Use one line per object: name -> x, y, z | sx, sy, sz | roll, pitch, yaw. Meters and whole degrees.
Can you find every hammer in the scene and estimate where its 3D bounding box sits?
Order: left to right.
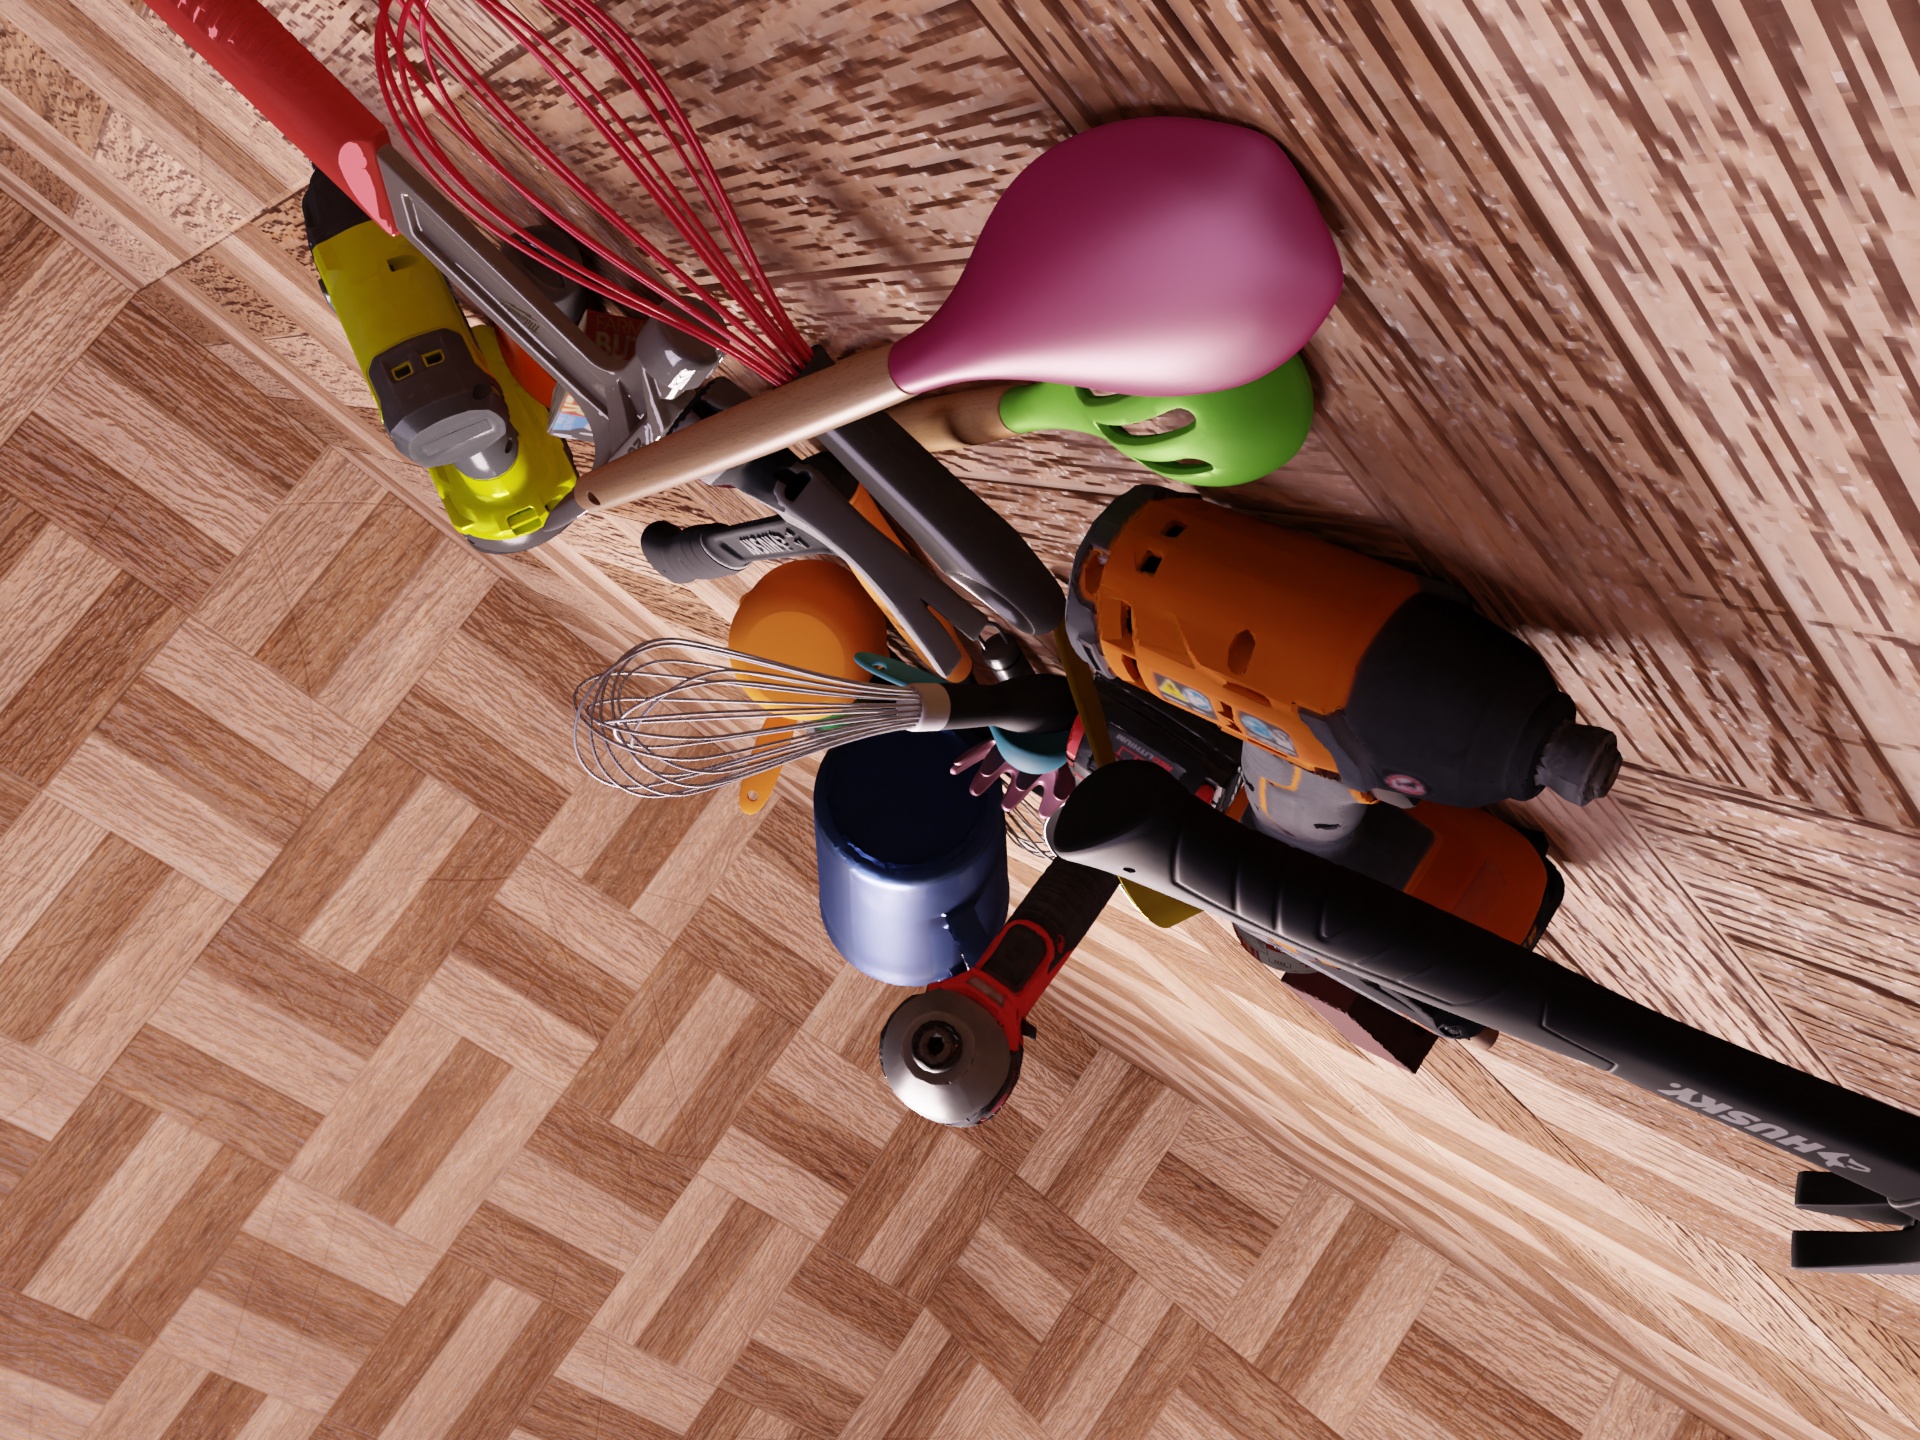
hammer -> -0.255, -0.232, 0.622 | 0.359, 0.037, 0.149 | 44, 140, -13
hammer -> -0.107, -0.085, 0.790 | 0.149, 0.036, 0.409 | 39, 171, -17
hammer -> -0.010, -0.040, 0.859 | 0.127, 0.034, 0.336 | 32, 170, 27
hammer -> 0.185, 0.092, 0.479 | 0.334, 0.035, 0.146 | 23, 152, -4

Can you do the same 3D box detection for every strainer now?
strainer -> 0.065, 0.023, 0.889 | 0.087, 0.050, 0.258 | -9, 141, 23

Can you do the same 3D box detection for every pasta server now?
pasta server -> 0.140, 0.091, 0.835 | 0.316, 0.040, 0.060 | 31, 165, 2

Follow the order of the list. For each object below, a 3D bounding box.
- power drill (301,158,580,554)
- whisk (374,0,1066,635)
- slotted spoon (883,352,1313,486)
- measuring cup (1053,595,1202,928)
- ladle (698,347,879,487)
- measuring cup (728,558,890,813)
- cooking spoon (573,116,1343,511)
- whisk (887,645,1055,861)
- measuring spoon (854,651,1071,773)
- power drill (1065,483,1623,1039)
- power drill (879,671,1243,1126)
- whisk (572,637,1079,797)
power drill -> -0.280, -0.192, 0.860 | 0.171, 0.080, 0.223 | 63, 173, 11
whisk -> -0.067, -0.125, 0.508 | 0.295, 0.073, 0.073 | 43, 169, -23
slotted spoon -> 0.010, -0.099, 0.526 | 0.070, 0.031, 0.314 | 45, 169, -21
measuring cup -> 0.070, 0.007, 0.656 | 0.062, 0.029, 0.157 | 7, -118, -61
ladle -> -0.087, -0.134, 0.703 | 0.069, 0.031, 0.315 | 39, 168, -20
measuring cup -> -0.105, -0.008, 0.932 | 0.095, 0.173, 0.052 | 23, -157, -1
cooking spoon -> -0.030, -0.093, 0.448 | 0.319, 0.017, 0.068 | -7, 127, 50
whisk -> 0.002, 0.014, 1.065 | 0.058, 0.059, 0.246 | -29, 117, 38
measuring spoon -> -0.001, -0.003, 0.816 | 0.129, 0.021, 0.042 | 25, -150, 19
power drill -> 0.138, 0.024, 0.524 | 0.164, 0.084, 0.226 | 27, 164, 34
power drill -> 0.041, 0.087, 0.731 | 0.078, 0.220, 0.143 | 33, 170, 13
whisk -> -0.042, -0.006, 0.719 | 0.284, 0.070, 0.070 | -3, -162, -39
